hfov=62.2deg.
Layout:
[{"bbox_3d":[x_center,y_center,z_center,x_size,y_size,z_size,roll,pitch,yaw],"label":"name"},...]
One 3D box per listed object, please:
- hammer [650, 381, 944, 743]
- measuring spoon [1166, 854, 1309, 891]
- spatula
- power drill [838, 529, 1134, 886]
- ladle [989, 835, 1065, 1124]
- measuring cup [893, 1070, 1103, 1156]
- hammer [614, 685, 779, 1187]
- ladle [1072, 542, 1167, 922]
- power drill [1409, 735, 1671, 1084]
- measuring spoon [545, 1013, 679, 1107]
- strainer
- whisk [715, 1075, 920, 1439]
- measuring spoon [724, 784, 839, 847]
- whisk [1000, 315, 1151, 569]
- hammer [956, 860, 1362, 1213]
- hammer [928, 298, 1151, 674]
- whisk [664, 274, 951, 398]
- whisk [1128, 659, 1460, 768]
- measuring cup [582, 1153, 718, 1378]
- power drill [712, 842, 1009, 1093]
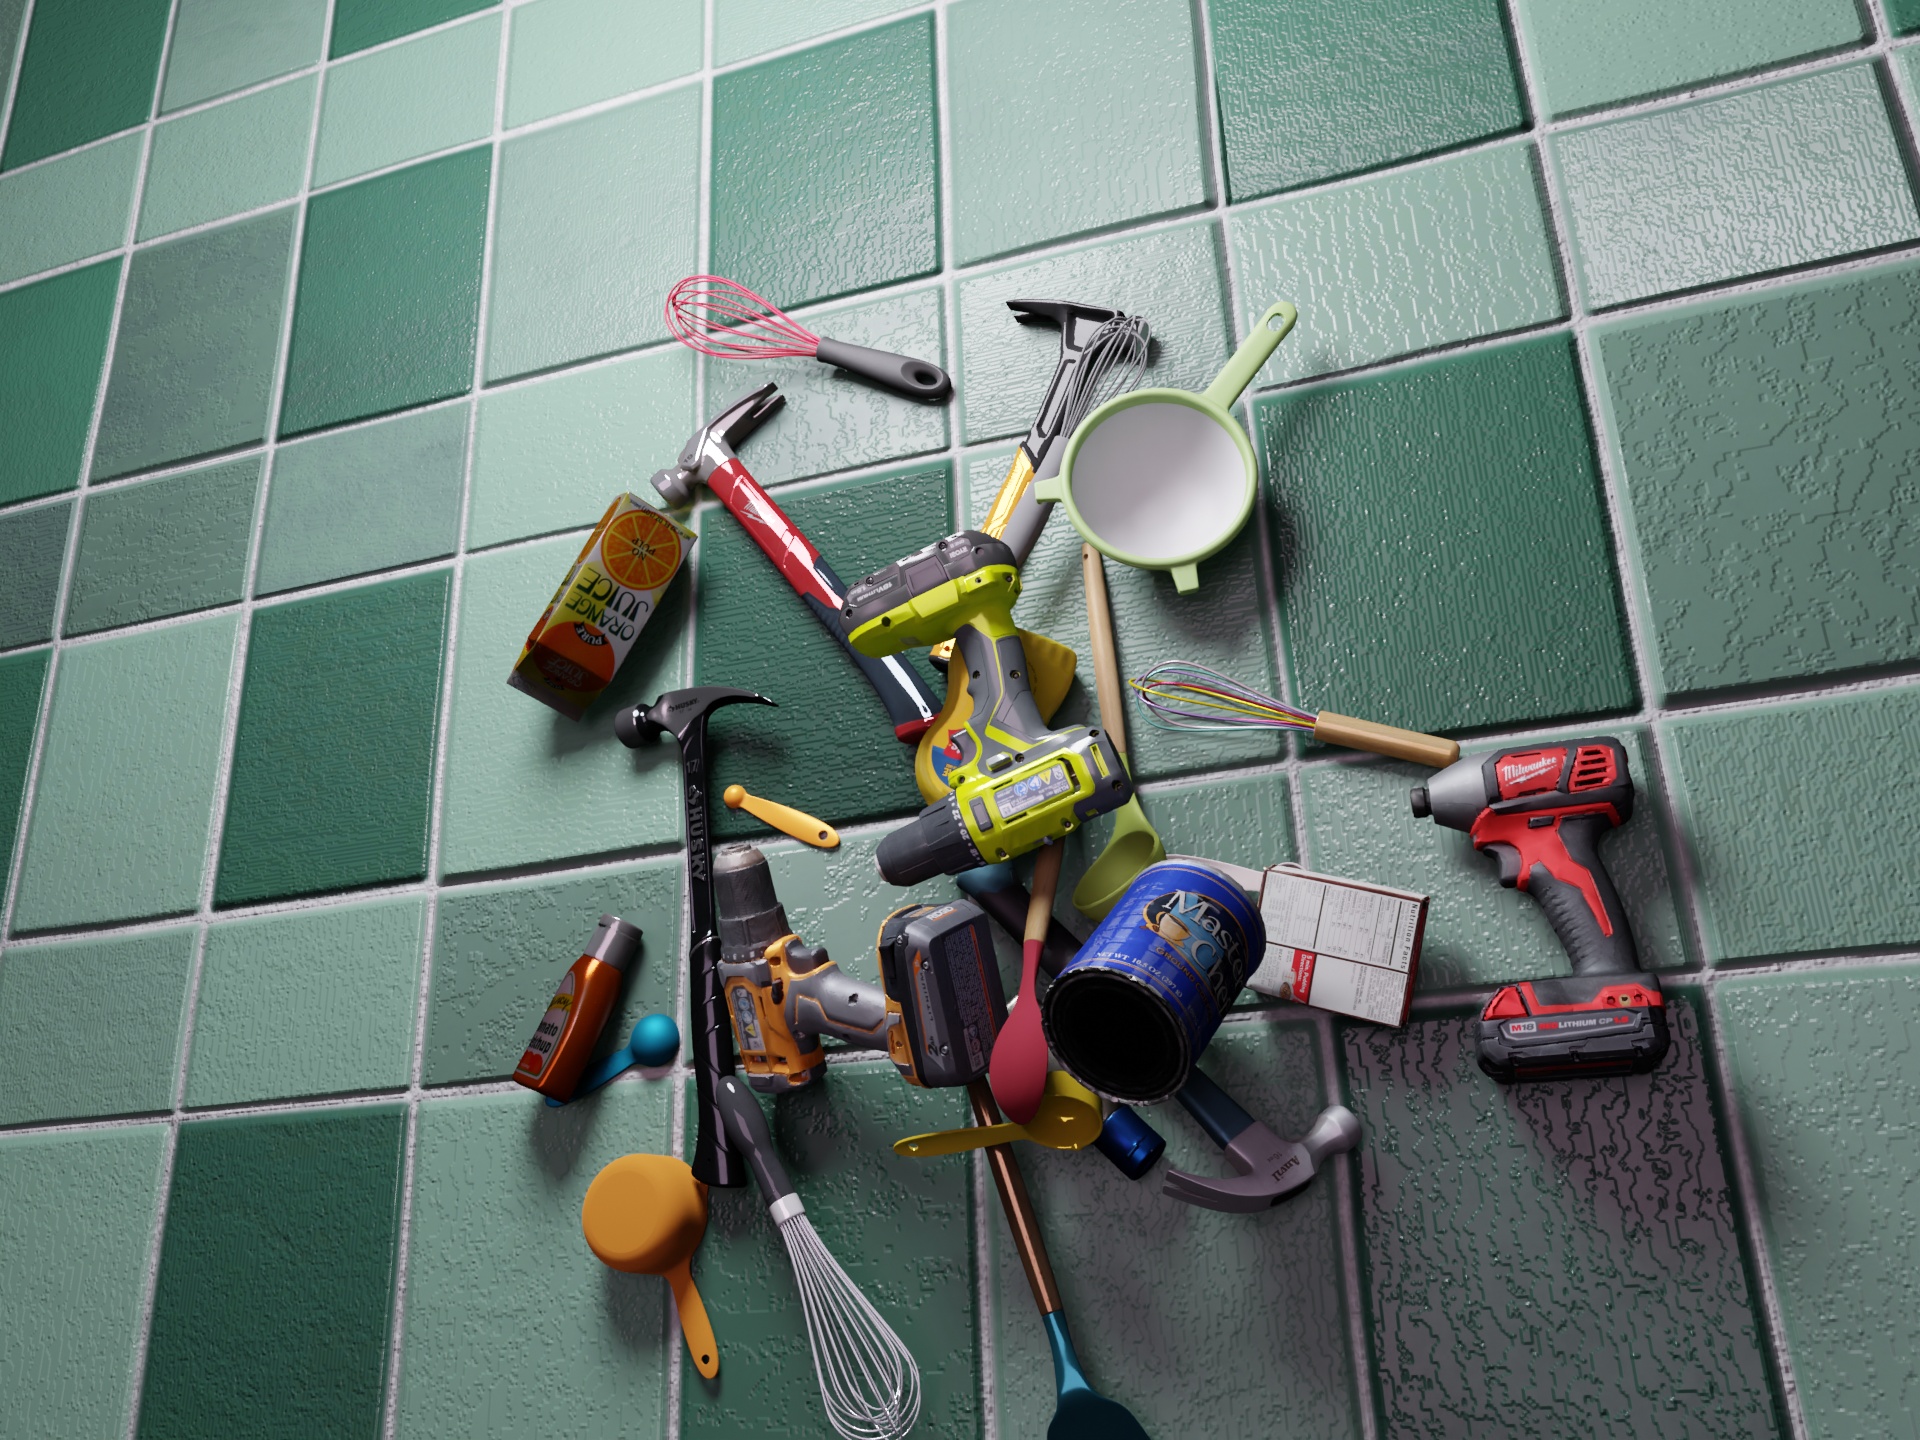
[{"bbox_3d":[-0.113,-0.130,1.344,0.143,0.038,0.387,-41,62,1],"label":"hammer"},{"bbox_3d":[0.197,0.113,1.152,0.124,0.018,0.034,7,89,30],"label":"measuring spoon"},{"bbox_3d":[0.055,0.378,1.083,0.082,0.044,0.318,-24,66,11],"label":"spatula"},{"bbox_3d":[-0.002,-0.004,1.158,0.190,0.080,0.229,-25,75,9],"label":"power drill"},{"bbox_3d":[0.057,0.137,1.123,0.031,0.069,0.316,25,47,-13],"label":"ladle"},{"bbox_3d":[0.024,0.273,1.090,0.156,0.062,0.029,-16,34,23],"label":"measuring cup"},{"bbox_3d":[-0.199,0.162,1.264,0.149,0.036,0.409,-17,67,24],"label":"hammer"},{"bbox_3d":[0.107,0.000,1.203,0.078,0.062,0.320,-30,55,42],"label":"ladle"},{"bbox_3d":[0.379,0.120,1.046,0.143,0.078,0.220,-8,65,17],"label":"power drill"},{"bbox_3d":[-0.283,0.274,1.267,0.128,0.021,0.042,-31,63,8],"label":"measuring spoon"},{"bbox_3d":[0.185,-0.218,1.248,0.151,0.069,0.256,34,78,15],"label":"strainer"},{"bbox_3d":[-0.109,0.377,1.130,0.070,0.070,0.285,-34,66,6],"label":"whisk"},{"bbox_3d":[-0.147,0.078,1.294,0.117,0.011,0.021,21,80,26],"label":"measuring spoon"},{"bbox_3d":[0.087,-0.218,1.262,0.055,0.055,0.239,26,86,27],"label":"whisk"},{"bbox_3d":[0.116,0.208,1.114,0.128,0.033,0.331,-30,55,-26],"label":"hammer"},{"bbox_3d":[0.043,-0.194,1.310,0.127,0.034,0.337,17,78,24],"label":"hammer"},{"bbox_3d":[-0.140,-0.336,1.422,0.296,0.073,0.073,21,79,19],"label":"whisk"},{"bbox_3d":[0.238,0.000,1.161,0.245,0.047,0.051,14,75,21],"label":"whisk"},{"bbox_3d":[-0.224,0.404,1.180,0.095,0.052,0.174,-32,61,7],"label":"measuring cup"},{"bbox_3d":[-0.085,0.174,1.139,0.226,0.084,0.185,-8,96,38],"label":"power drill"}]
